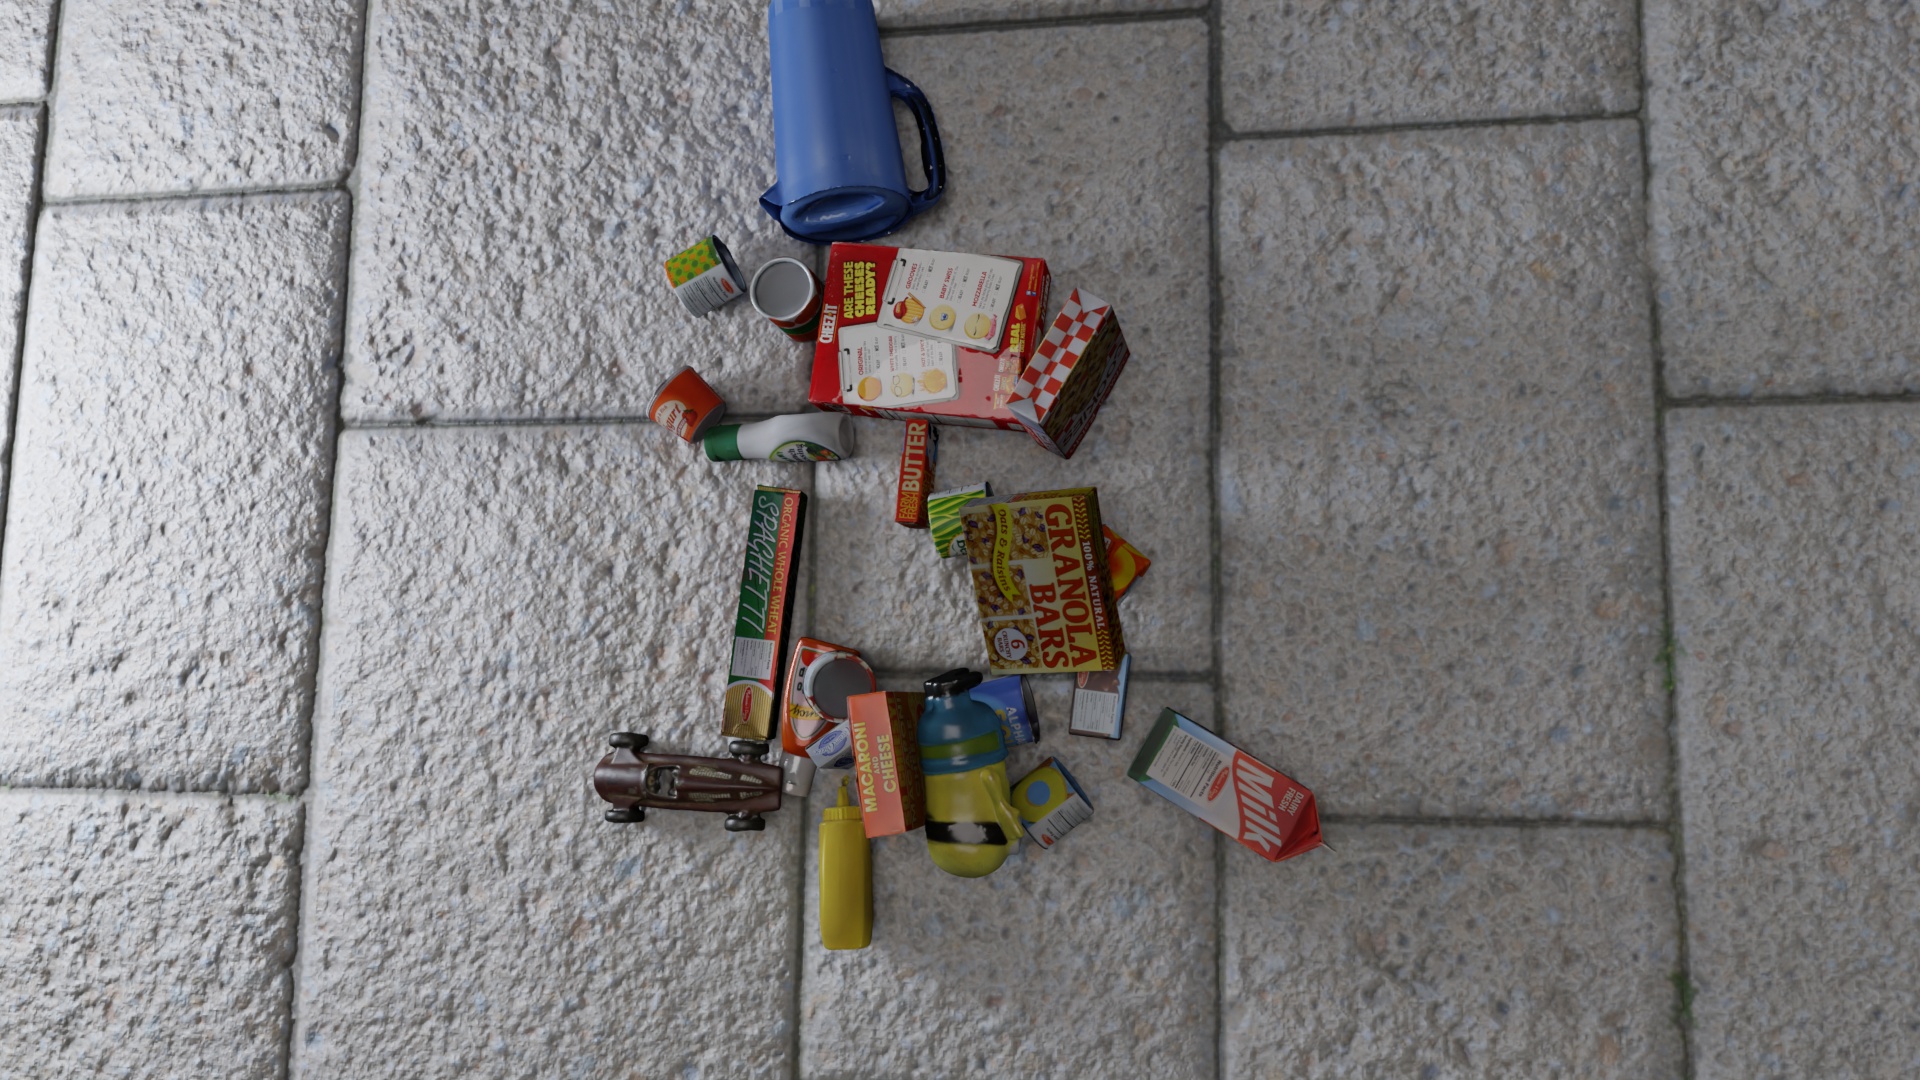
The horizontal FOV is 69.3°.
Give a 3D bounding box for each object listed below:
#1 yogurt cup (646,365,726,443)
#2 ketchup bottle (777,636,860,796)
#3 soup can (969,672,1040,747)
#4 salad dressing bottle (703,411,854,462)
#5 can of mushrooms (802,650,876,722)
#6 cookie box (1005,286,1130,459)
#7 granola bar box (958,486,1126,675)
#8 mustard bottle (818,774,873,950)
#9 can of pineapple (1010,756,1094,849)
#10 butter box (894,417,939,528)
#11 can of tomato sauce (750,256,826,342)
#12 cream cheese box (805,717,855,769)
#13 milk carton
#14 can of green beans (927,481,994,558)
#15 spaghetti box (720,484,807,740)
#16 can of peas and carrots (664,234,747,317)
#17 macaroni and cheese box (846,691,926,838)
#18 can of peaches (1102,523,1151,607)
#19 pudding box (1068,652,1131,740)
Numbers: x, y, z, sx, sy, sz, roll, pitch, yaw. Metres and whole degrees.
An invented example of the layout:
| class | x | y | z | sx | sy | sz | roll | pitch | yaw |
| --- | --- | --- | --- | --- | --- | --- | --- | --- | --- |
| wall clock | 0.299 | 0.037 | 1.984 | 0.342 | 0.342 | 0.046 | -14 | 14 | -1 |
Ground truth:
| class | x | y | z | sx | sy | sz | roll | pitch | yaw |
| --- | --- | --- | --- | --- | --- | --- | --- | --- | --- |
| yogurt cup | -0.274 | -0.134 | 1.400 | 0.054 | 0.072 | 0.072 | 39 | 91 | 4 |
| ketchup bottle | -0.145 | 0.171 | 1.347 | 0.065 | 0.043 | 0.149 | 15 | 86 | 4 |
| soup can | 0.027 | 0.167 | 1.304 | 0.084 | 0.071 | 0.071 | -15 | 81 | 8 |
| salad dressing bottle | -0.182 | -0.100 | 1.383 | 0.147 | 0.064 | 0.044 | -2 | 71 | 18 |
| can of mushrooms | -0.112 | 0.139 | 1.313 | 0.071 | 0.033 | 0.071 | 0 | 89 | -13 |
| cookie box | 0.104 | -0.149 | 1.282 | 0.040 | 0.167 | 0.123 | 30 | 89 | 15 |
| granola bar box | 0.076 | 0.038 | 1.272 | 0.124 | 0.039 | 0.165 | -5 | 106 | 24 |
| mustard bottle | -0.109 | 0.304 | 1.316 | 0.049 | 0.065 | 0.160 | -4 | 76 | 4 |
| can of pineapple | 0.081 | 0.241 | 1.287 | 0.058 | 0.071 | 0.071 | -38 | 78 | 3 |
| butter box | -0.042 | -0.064 | 1.355 | 0.024 | 0.053 | 0.103 | 5 | 84 | 13 |
| can of tomato sauce | -0.164 | -0.241 | 1.383 | 0.071 | 0.083 | 0.071 | -1 | 83 | 10 |
| cream cheese box | -0.105 | 0.191 | 1.307 | 0.053 | 0.103 | 0.024 | -36 | 75 | 3 |
| milk carton | 0.252 | 0.229 | 1.256 | 0.191 | 0.072 | 0.073 | 30 | 89 | 13 |
| can of green beans | 0.004 | -0.019 | 1.334 | 0.058 | 0.071 | 0.071 | -11 | 81 | 9 |
| spaghetti box | -0.193 | 0.071 | 1.376 | 0.050 | 0.028 | 0.250 | 6 | 84 | 11 |
| can of peas and carrots | -0.260 | -0.270 | 1.414 | 0.058 | 0.071 | 0.071 | -27 | 79 | 6 |
| macaroni and cheese box | -0.058 | 0.201 | 1.265 | 0.040 | 0.166 | 0.124 | -10 | 81 | 10 |
| can of peaches | 0.137 | 0.027 | 1.302 | 0.058 | 0.071 | 0.071 | 40 | 91 | 11 |
| pudding box | 0.132 | 0.144 | 1.309 | 0.050 | 0.030 | 0.084 | 6 | 84 | 12 |
